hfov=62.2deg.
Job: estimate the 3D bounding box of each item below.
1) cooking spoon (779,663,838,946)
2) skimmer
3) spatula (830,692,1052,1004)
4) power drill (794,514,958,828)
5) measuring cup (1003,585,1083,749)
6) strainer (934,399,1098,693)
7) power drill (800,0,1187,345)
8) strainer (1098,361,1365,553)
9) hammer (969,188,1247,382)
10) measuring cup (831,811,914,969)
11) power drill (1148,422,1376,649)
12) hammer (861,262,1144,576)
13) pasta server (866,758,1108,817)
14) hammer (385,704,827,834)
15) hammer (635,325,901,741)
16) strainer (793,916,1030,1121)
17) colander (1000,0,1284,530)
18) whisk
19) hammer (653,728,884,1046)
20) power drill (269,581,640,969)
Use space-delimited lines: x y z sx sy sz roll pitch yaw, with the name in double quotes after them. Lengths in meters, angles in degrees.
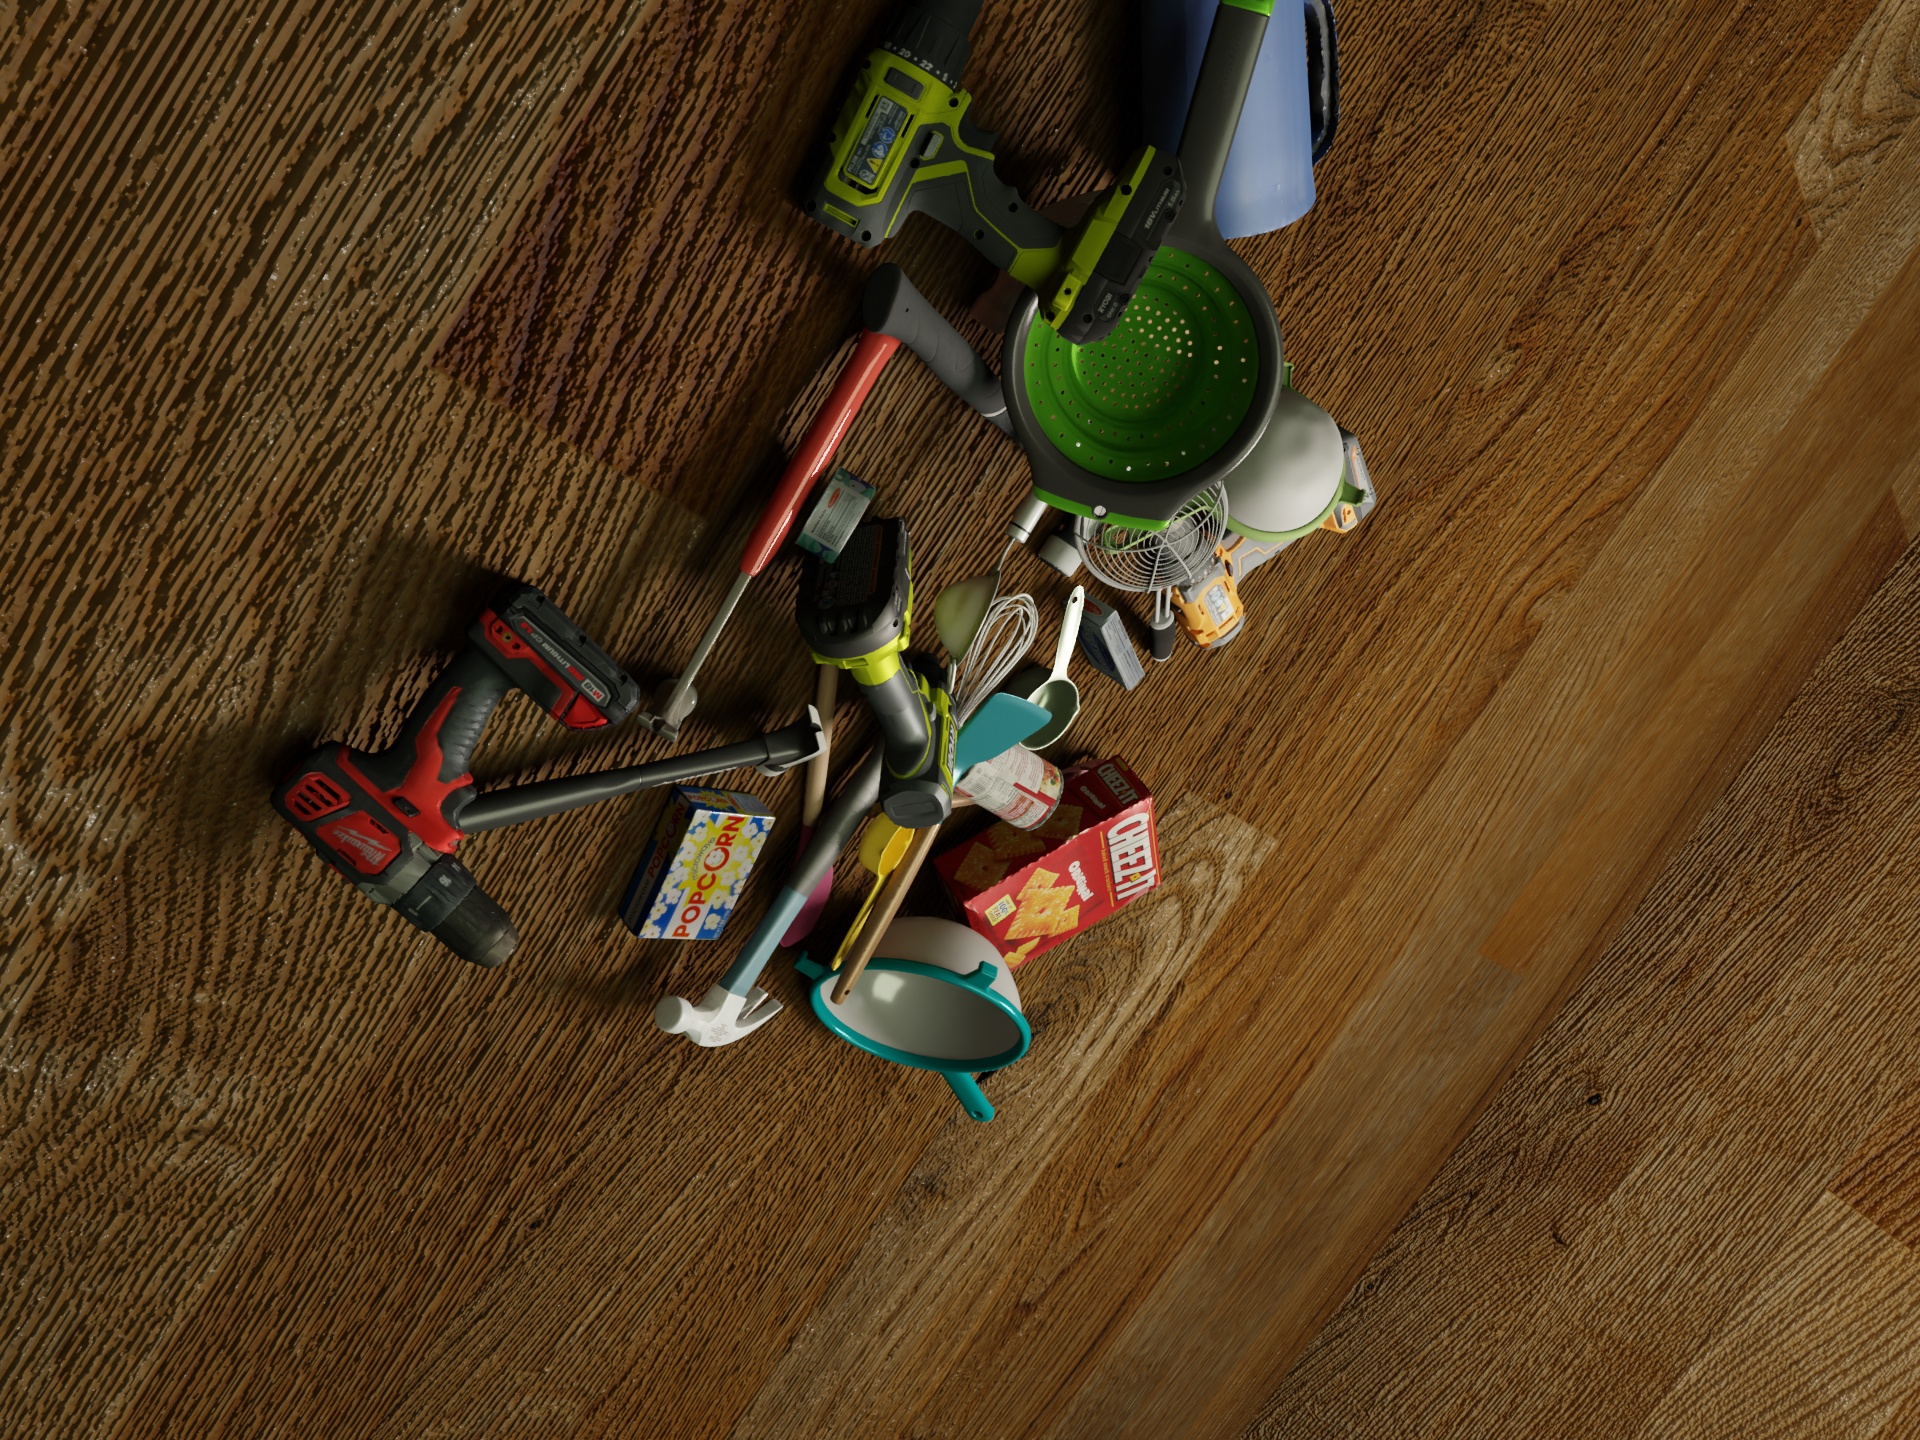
-0.127 0.066 1.371 0.069 0.017 0.318 -27 136 -45 "cooking spoon"
0.169 -0.132 1.403 0.127 0.090 0.363 -20 167 2 "skimmer"
-0.030 0.114 1.378 0.082 0.044 0.317 21 99 -48 "spatula"
-0.054 -0.046 1.263 0.080 0.171 0.223 -8 135 13 "power drill"
0.079 -0.053 1.460 0.083 0.038 0.167 -9 123 -39 "measuring cup"
0.038 -0.143 1.260 0.050 0.087 0.258 31 92 -11 "strainer"
0.031 -0.374 1.059 0.228 0.080 0.190 27 103 -8 "power drill"
0.238 -0.215 1.402 0.256 0.151 0.069 -28 177 -15 "strainer"
0.150 -0.334 1.303 0.331 0.031 0.130 10 124 -49 "hammer"
-0.088 0.148 1.395 0.156 0.029 0.062 -63 163 14 "measuring cup"
0.275 -0.194 1.507 0.226 0.084 0.185 -42 138 -4 "power drill"
0.039 -0.241 1.233 0.149 0.036 0.408 -56 149 3 "hammer"
0.043 0.072 1.522 0.316 0.040 0.060 -6 135 -39 "pasta server"
-0.255 0.045 1.177 0.334 0.146 0.035 -13 84 -28 "hammer"
-0.129 -0.149 1.139 0.036 0.149 0.359 30 93 -9 "hammer"
-0.013 0.283 1.549 0.340 0.211 0.095 66 31 -49 "strainer"
0.153 -0.343 1.161 0.204 0.094 0.397 14 110 -2 "colander"
-0.002 -0.004 1.403 0.059 0.058 0.246 15 108 -57 "whisk"
-0.134 0.135 1.369 0.331 0.033 0.128 -57 150 -5 "hammer"
-0.316 0.038 1.068 0.227 0.080 0.187 -46 104 -6 "power drill"
